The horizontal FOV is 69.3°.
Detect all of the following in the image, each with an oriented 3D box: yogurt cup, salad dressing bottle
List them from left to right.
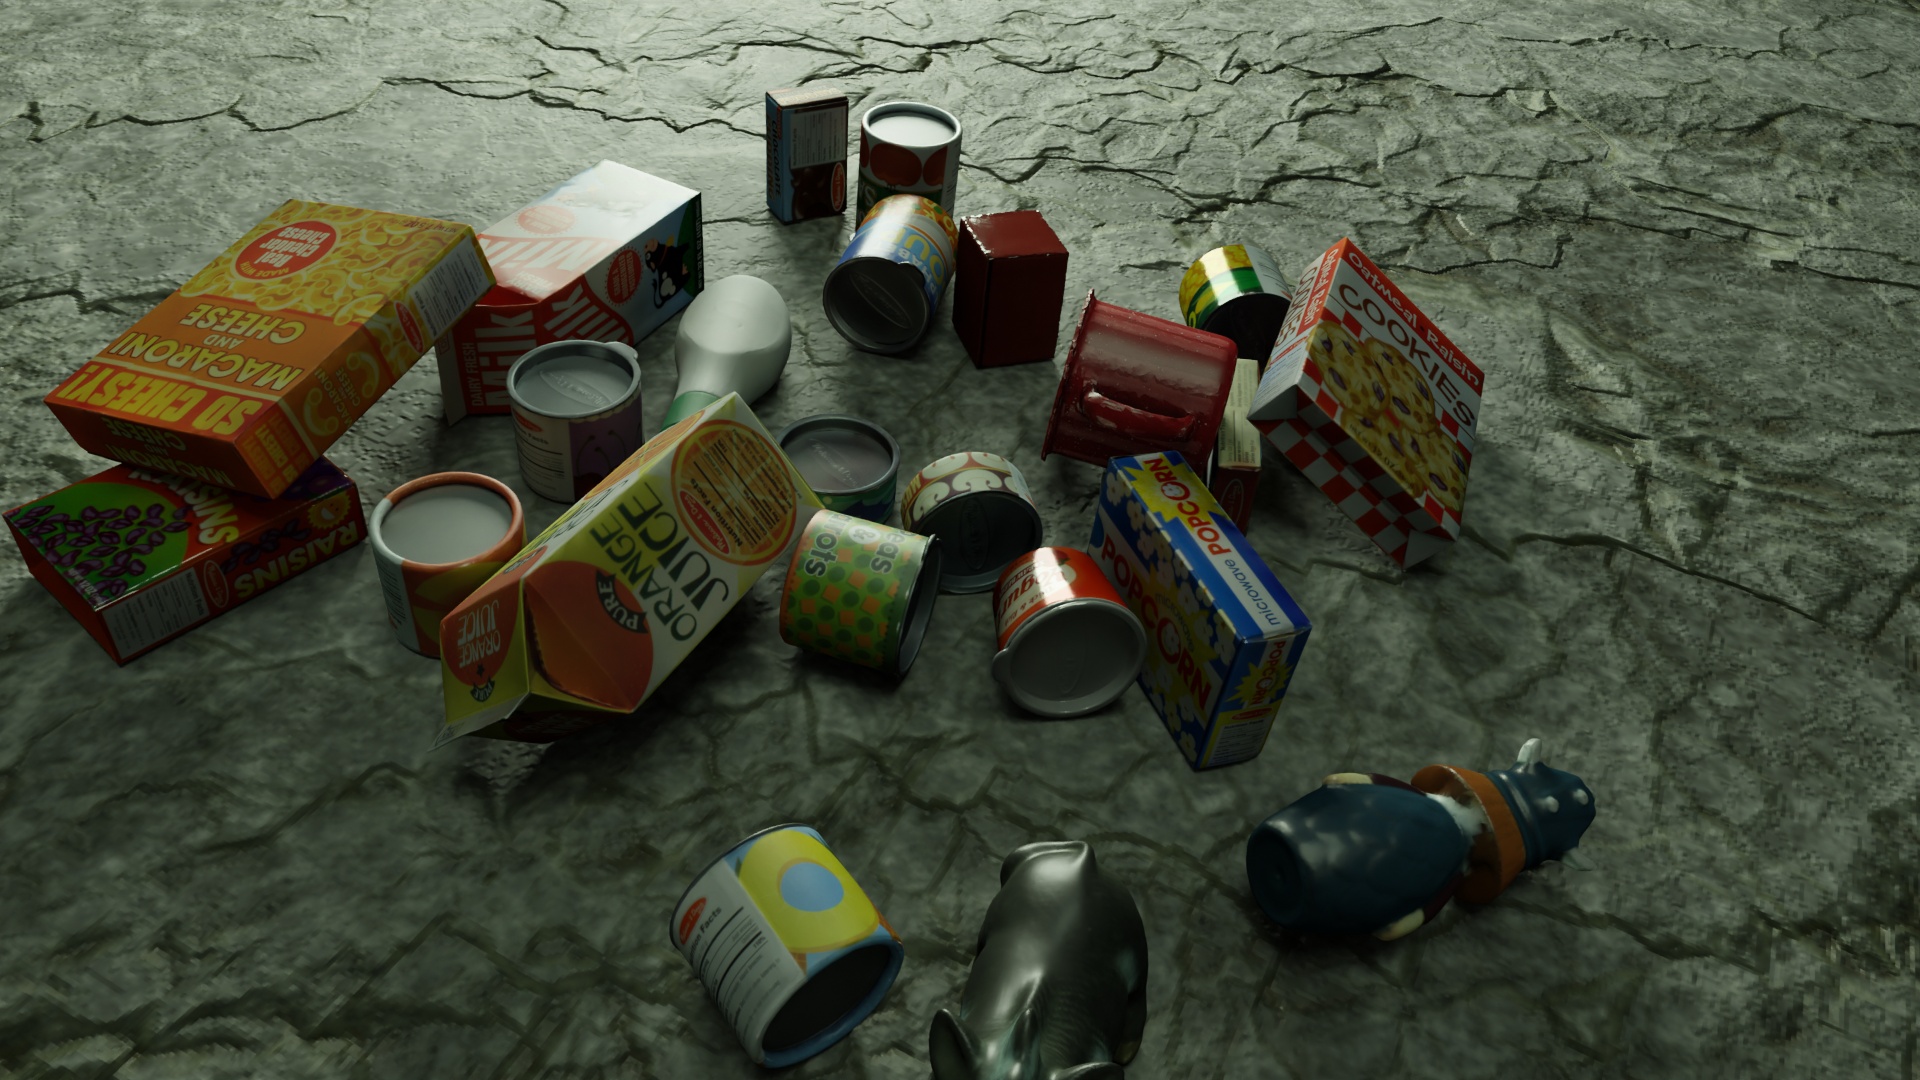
[{"bbox_3d":[-0.134,-0.090,0.770,0.064,0.043,0.148,10,43,0],"label":"salad dressing bottle"},{"bbox_3d":[0.046,0.040,0.641,0.072,0.072,0.054,-3,35,-11],"label":"yogurt cup"}]

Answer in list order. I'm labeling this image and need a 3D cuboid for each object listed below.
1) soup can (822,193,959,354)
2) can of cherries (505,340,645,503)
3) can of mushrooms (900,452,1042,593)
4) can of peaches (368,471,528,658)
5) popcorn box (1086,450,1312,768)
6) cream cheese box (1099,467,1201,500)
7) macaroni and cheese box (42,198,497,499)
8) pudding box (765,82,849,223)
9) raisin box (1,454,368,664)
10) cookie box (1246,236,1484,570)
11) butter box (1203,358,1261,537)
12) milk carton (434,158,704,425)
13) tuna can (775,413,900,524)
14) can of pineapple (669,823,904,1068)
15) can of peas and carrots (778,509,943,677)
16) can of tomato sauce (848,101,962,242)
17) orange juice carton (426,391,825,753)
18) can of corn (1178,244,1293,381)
[{"bbox_3d":[-0.038,-0.165,0.845,0.071,0.071,0.084,13,42,6],"label":"soup can"},{"bbox_3d":[-0.195,-0.062,0.719,0.071,0.058,0.072,4,42,-3],"label":"can of cherries"},{"bbox_3d":[0.002,-0.009,0.684,0.071,0.070,0.033,-4,43,-12],"label":"can of mushrooms"},{"bbox_3d":[-0.229,0.010,0.635,0.071,0.057,0.071,4,42,-3],"label":"can of peaches"},{"bbox_3d":[0.104,0.030,0.642,0.038,0.084,0.127,-10,45,-20],"label":"popcorn box"},{"bbox_3d":[0.108,-0.057,0.783,0.053,0.024,0.104,10,42,2],"label":"cream cheese box"},{"bbox_3d":[-0.325,-0.097,0.669,0.124,0.040,0.167,12,50,21],"label":"macaroni and cheese box"},{"bbox_3d":[-0.103,-0.259,0.930,0.050,0.083,0.030,-18,45,-25],"label":"pudding box"},{"bbox_3d":[-0.358,-0.008,0.649,0.086,0.039,0.124,32,47,26],"label":"raisin box"},{"bbox_3d":[0.230,-0.081,0.776,0.123,0.040,0.168,42,43,-11],"label":"cookie box"},{"bbox_3d":[0.149,-0.051,0.762,0.024,0.052,0.104,7,41,4],"label":"butter box"},{"bbox_3d":[-0.229,-0.141,0.789,0.073,0.072,0.191,22,44,16],"label":"milk carton"},{"bbox_3d":[-0.068,-0.033,0.724,0.071,0.032,0.071,4,42,-4],"label":"tuna can"},{"bbox_3d":[-0.061,0.146,0.505,0.071,0.070,0.058,-24,51,-30],"label":"can of pineapple"},{"bbox_3d":[-0.045,0.022,0.640,0.059,0.070,0.071,15,43,9],"label":"can of peas and carrots"},{"bbox_3d":[-0.037,-0.236,0.914,0.071,0.082,0.071,5,42,-4],"label":"can of tomato sauce"},{"bbox_3d":[-0.149,0.021,0.604,0.073,0.071,0.194,54,44,-16],"label":"orange juice carton"},{"bbox_3d":[0.169,-0.138,0.852,0.071,0.070,0.058,1,42,-7],"label":"can of corn"}]
